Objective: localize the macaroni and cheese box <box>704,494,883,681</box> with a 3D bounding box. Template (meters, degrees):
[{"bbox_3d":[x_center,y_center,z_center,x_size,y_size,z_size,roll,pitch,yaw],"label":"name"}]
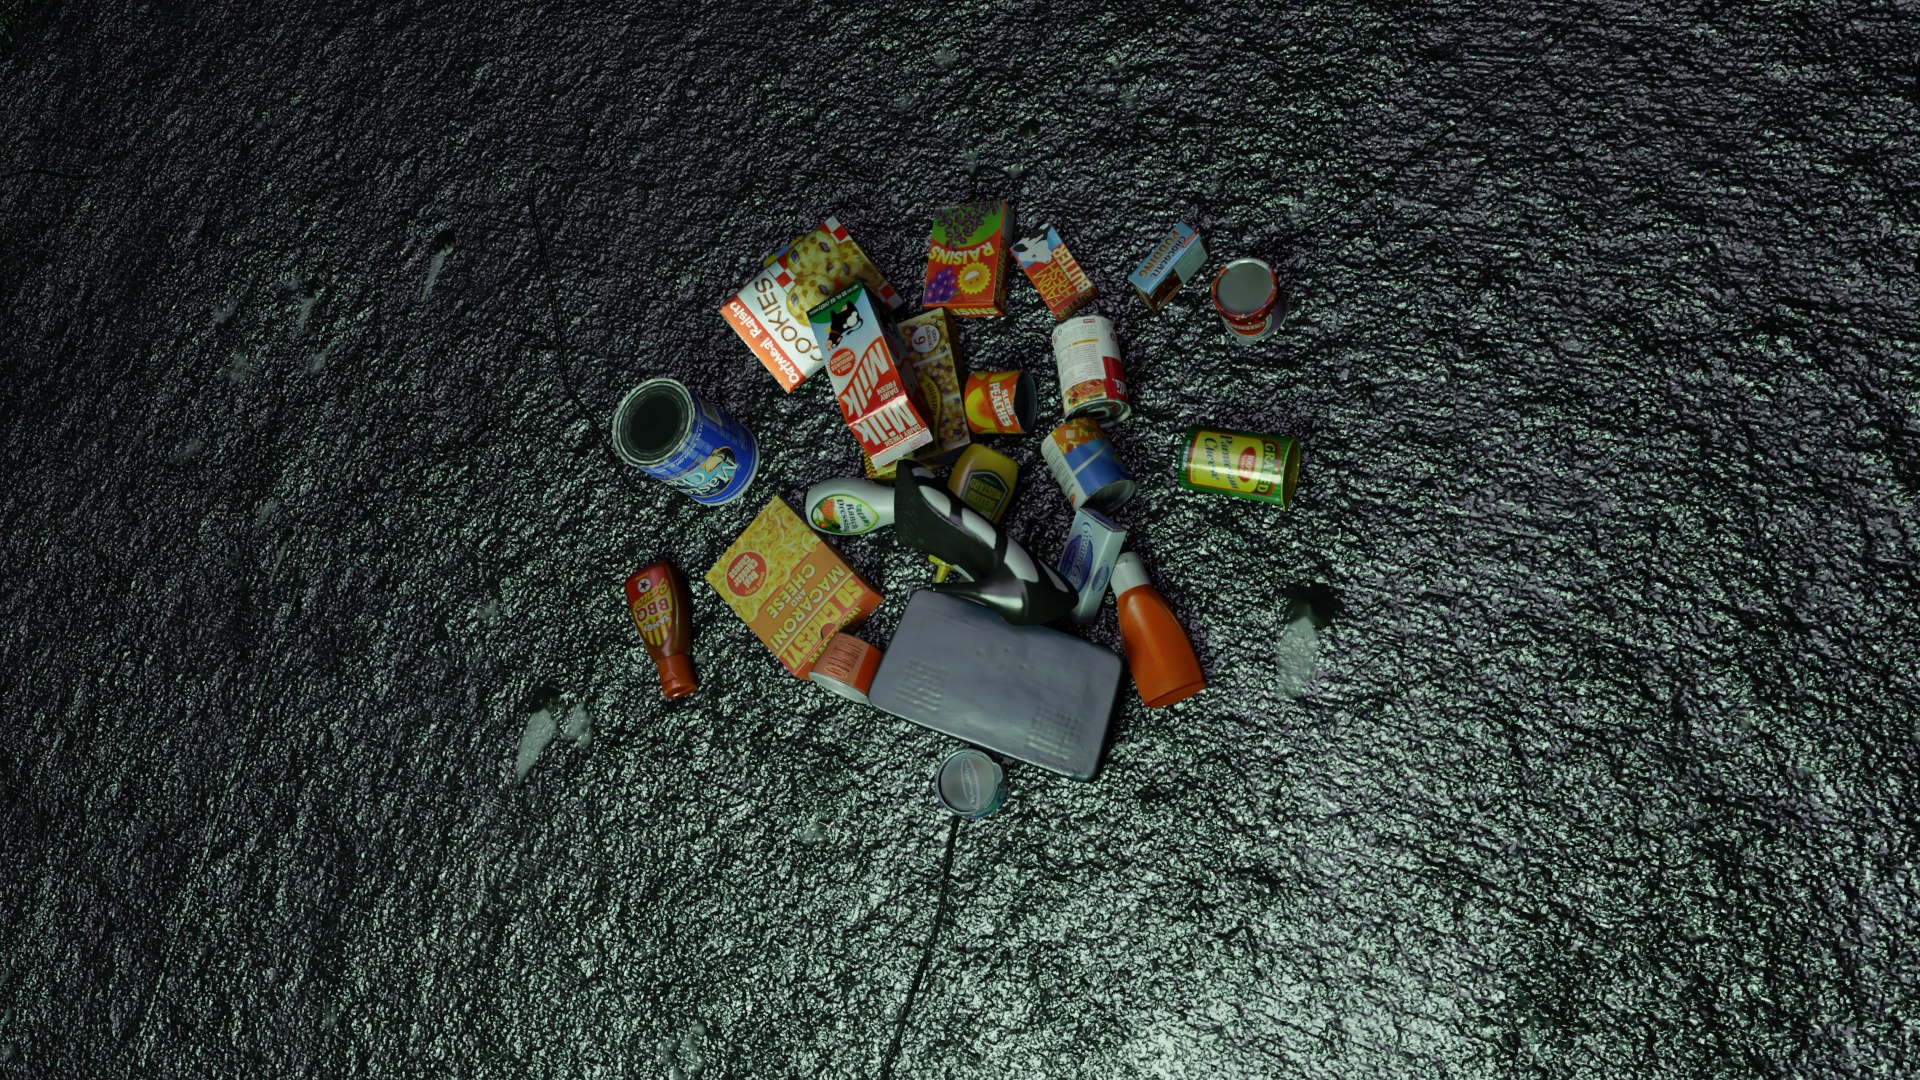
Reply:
[{"bbox_3d":[-0.181,0.050,1.494,0.123,0.040,0.167,-48,63,3],"label":"macaroni and cheese box"}]

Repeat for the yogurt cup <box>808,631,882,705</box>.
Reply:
[{"bbox_3d":[-0.115,0.129,1.430,0.072,0.072,0.054,17,73,26],"label":"yogurt cup"}]

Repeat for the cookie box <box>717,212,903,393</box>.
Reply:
[{"bbox_3d":[-0.167,-0.264,1.549,0.167,0.040,0.122,-37,106,8],"label":"cookie box"}]

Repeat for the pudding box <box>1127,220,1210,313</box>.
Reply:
[{"bbox_3d":[0.215,-0.281,1.429,0.083,0.049,0.030,-48,61,3],"label":"pudding box"}]

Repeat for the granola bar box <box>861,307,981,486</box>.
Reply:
[{"bbox_3d":[-0.053,-0.154,1.505,0.124,0.039,0.166,-18,68,17],"label":"granola bar box"}]

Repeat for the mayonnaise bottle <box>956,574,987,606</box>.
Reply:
[{"bbox_3d":[0.005,0.098,1.402,0.065,0.041,0.148,26,86,22],"label":"mayonnaise bottle"}]

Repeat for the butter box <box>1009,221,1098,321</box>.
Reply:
[{"bbox_3d":[0.100,-0.289,1.493,0.053,0.024,0.104,-34,64,9],"label":"butter box"}]

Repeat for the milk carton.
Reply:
[{"bbox_3d":[-0.090,-0.169,1.461,0.072,0.073,0.191,-27,66,14],"label":"milk carton"}]

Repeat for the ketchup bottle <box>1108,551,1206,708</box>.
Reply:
[{"bbox_3d":[0.181,0.083,1.333,0.064,0.043,0.149,-23,66,8],"label":"ketchup bottle"}]

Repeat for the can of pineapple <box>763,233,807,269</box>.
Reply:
[{"bbox_3d":[-0.184,-0.308,1.591,0.058,0.071,0.071,-31,65,12],"label":"can of pineapple"}]

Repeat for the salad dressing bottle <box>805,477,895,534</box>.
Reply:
[{"bbox_3d":[-0.088,-0.037,1.475,0.147,0.064,0.044,-1,35,15],"label":"salad dressing bottle"}]

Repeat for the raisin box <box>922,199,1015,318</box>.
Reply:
[{"bbox_3d":[0.010,-0.308,1.528,0.086,0.040,0.123,1,75,22],"label":"raisin box"}]

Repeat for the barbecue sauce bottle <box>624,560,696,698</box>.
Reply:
[{"bbox_3d":[-0.326,0.100,1.536,0.065,0.043,0.149,-25,66,13],"label":"barbecue sauce bottle"}]

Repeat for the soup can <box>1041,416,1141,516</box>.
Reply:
[{"bbox_3d":[0.130,-0.073,1.391,0.071,0.071,0.084,-33,64,10],"label":"soup can"}]

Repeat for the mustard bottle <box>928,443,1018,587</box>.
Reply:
[{"bbox_3d":[0.005,-0.018,1.426,0.065,0.049,0.160,24,86,-15],"label":"mustard bottle"}]

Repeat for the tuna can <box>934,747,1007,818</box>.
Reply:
[{"bbox_3d":[0.013,0.237,1.359,0.071,0.033,0.071,-6,72,21],"label":"tuna can"}]

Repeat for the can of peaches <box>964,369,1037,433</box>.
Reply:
[{"bbox_3d":[0.041,-0.144,1.446,0.058,0.071,0.071,1,75,24],"label":"can of peaches"}]

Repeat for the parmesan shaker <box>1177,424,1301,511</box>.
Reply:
[{"bbox_3d":[0.267,-0.071,1.334,0.103,0.071,0.071,10,78,25],"label":"parmesan shaker"}]

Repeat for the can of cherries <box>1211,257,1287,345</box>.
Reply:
[{"bbox_3d":[0.287,-0.237,1.381,0.071,0.058,0.071,-7,71,20],"label":"can of cherries"}]

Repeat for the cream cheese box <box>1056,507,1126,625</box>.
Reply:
[{"bbox_3d":[0.122,0.025,1.356,0.053,0.024,0.103,38,117,46],"label":"cream cheese box"}]
